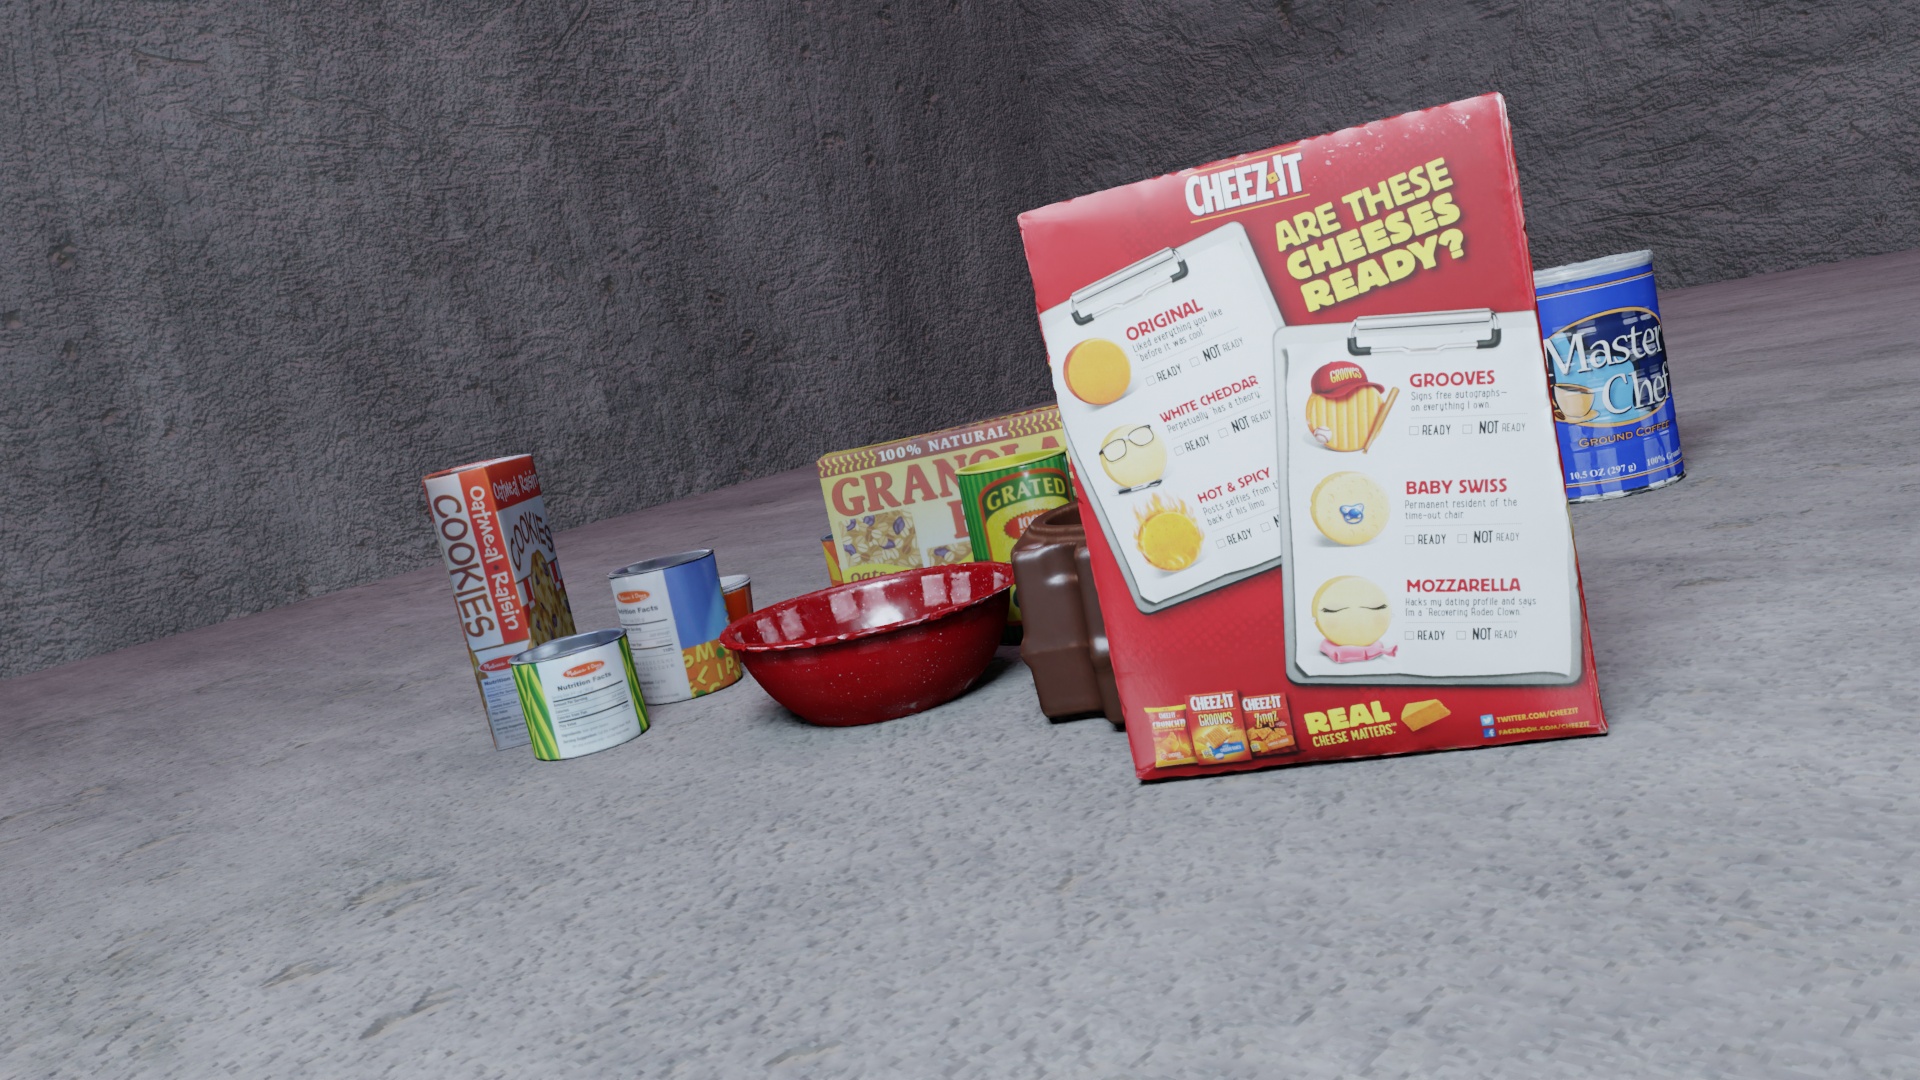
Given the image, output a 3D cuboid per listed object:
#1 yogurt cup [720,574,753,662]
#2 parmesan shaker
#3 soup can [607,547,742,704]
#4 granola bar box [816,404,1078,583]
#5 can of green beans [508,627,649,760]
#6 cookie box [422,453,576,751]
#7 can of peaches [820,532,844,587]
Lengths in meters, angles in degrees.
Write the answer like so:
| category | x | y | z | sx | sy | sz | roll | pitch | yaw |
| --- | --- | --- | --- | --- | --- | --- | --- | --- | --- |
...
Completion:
| category | x | y | z | sx | sy | sz | roll | pitch | yaw |
| --- | --- | --- | --- | --- | --- | --- | --- | --- | --- |
| yogurt cup | -0.170 | 0.057 | 0.938 | 0.072 | 0.054 | 0.072 | -12 | 7 | 2 |
| parmesan shaker | 0.042 | 0.002 | 0.811 | 0.071 | 0.103 | 0.071 | -12 | 7 | 2 |
| soup can | -0.176 | 0.052 | 0.869 | 0.071 | 0.083 | 0.071 | -12 | 7 | 2 |
| granola bar box | 0.003 | -0.011 | 0.891 | 0.165 | 0.124 | 0.039 | -11 | 7 | 11 |
| can of green beans | -0.214 | 0.086 | 0.783 | 0.071 | 0.057 | 0.071 | -12 | 7 | 2 |
| cookie box | -0.280 | 0.033 | 0.866 | 0.040 | 0.167 | 0.123 | -13 | 7 | -3 |
| can of peaches | -0.066 | 0.019 | 1.033 | 0.071 | 0.058 | 0.071 | -12 | 7 | 2 |
